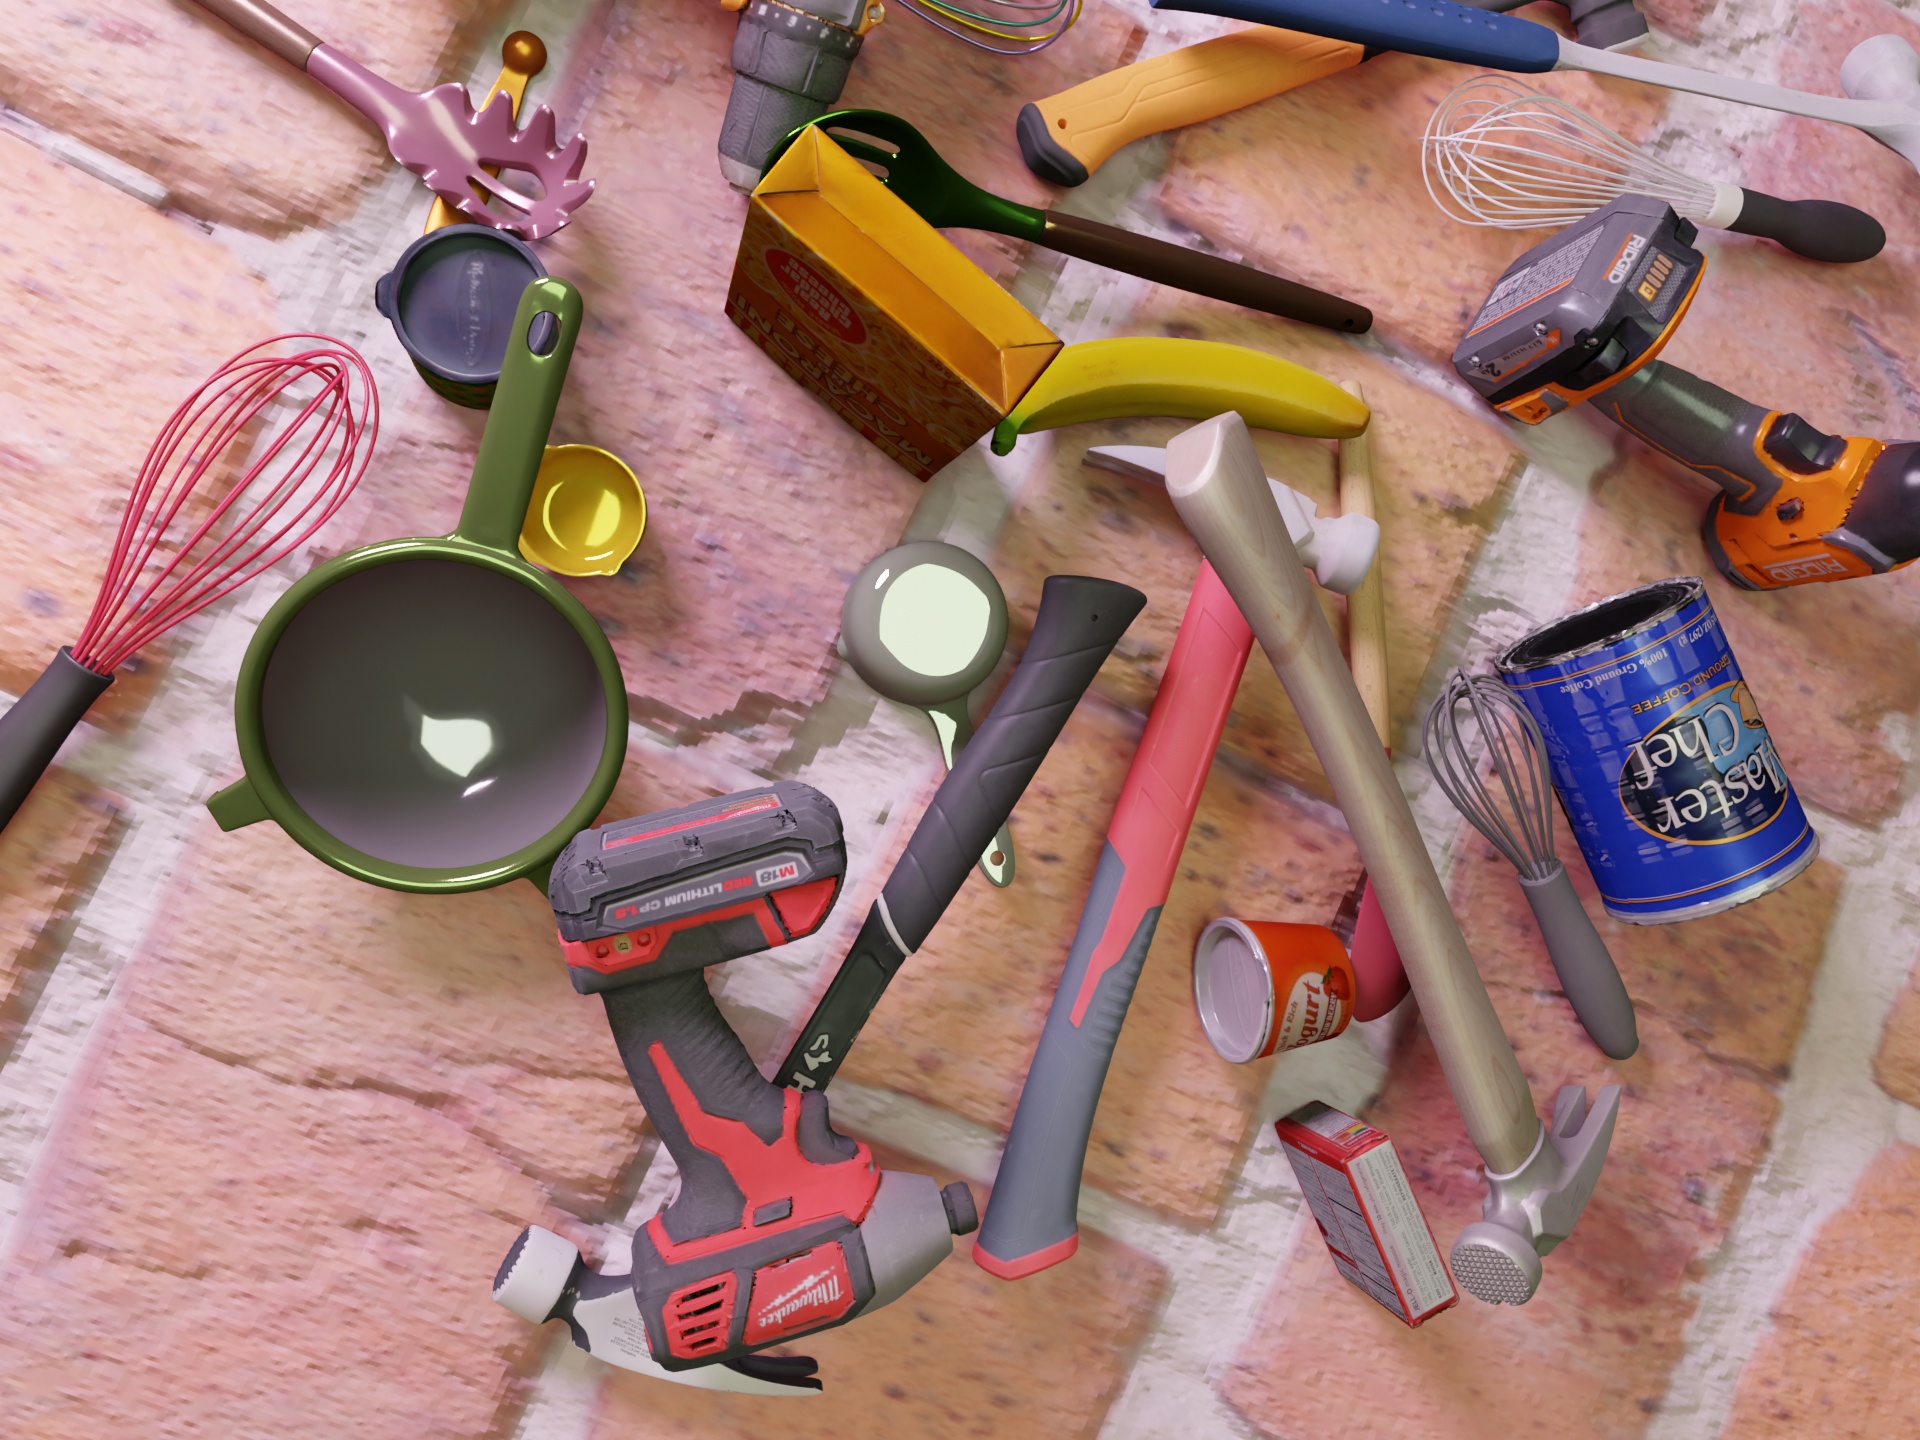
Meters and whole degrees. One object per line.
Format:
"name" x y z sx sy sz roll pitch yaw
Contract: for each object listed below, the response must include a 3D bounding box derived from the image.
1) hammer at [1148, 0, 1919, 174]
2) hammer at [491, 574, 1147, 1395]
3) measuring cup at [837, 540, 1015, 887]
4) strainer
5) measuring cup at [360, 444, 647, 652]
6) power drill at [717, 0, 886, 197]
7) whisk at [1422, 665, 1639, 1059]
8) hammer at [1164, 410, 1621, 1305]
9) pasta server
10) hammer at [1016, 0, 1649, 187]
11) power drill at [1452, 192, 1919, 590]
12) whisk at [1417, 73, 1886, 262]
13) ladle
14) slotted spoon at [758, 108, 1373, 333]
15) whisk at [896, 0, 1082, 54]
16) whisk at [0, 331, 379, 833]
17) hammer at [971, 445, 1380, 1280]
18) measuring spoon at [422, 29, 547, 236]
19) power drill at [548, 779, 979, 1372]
"hammer" 0.288 -0.311 0.747 0.405 0.035 0.144 8 49 -8
"hammer" -0.035 0.111 0.704 0.149 0.036 0.409 32 88 -12
"measuring cup" -0.001 -0.002 0.730 0.083 0.038 0.167 -18 91 -13
"strainer" -0.199 -0.057 0.651 0.151 0.069 0.256 15 103 -18
"measuring cup" -0.209 -0.068 0.698 0.156 0.029 0.062 -28 96 0
"power drill" -0.139 -0.341 0.675 0.226 0.084 0.185 16 112 -10
"whisk" 0.284 0.076 0.774 0.055 0.055 0.238 -35 110 -11
"hammer" 0.197 0.051 0.719 0.146 0.038 0.410 -37 106 -43
"pasta server" -0.295 -0.298 0.667 0.316 0.040 0.060 33 74 -7
"hammer" 0.179 -0.342 0.782 0.337 0.034 0.127 -23 95 -12
"power drill" 0.368 -0.146 0.756 0.226 0.164 0.084 34 82 -8
"whisk" 0.360 -0.271 0.812 0.284 0.070 0.070 5 88 -18
"ladle" 0.201 -0.012 0.778 0.069 0.031 0.315 6 80 -57
"slotted spoon" 0.059 -0.221 0.739 0.313 0.070 0.031 9 48 -21
"whisk" -0.060 -0.365 0.725 0.245 0.047 0.051 15 87 -9
"whisk" -0.342 -0.038 0.648 0.073 0.073 0.296 39 87 -9
"hammer" 0.067 0.066 0.741 0.143 0.038 0.386 19 87 0
"measuring spoon" -0.211 -0.253 0.703 0.021 0.011 0.117 22 84 -11
"power drill" -0.078 0.143 0.643 0.143 0.078 0.219 -13 99 -10
